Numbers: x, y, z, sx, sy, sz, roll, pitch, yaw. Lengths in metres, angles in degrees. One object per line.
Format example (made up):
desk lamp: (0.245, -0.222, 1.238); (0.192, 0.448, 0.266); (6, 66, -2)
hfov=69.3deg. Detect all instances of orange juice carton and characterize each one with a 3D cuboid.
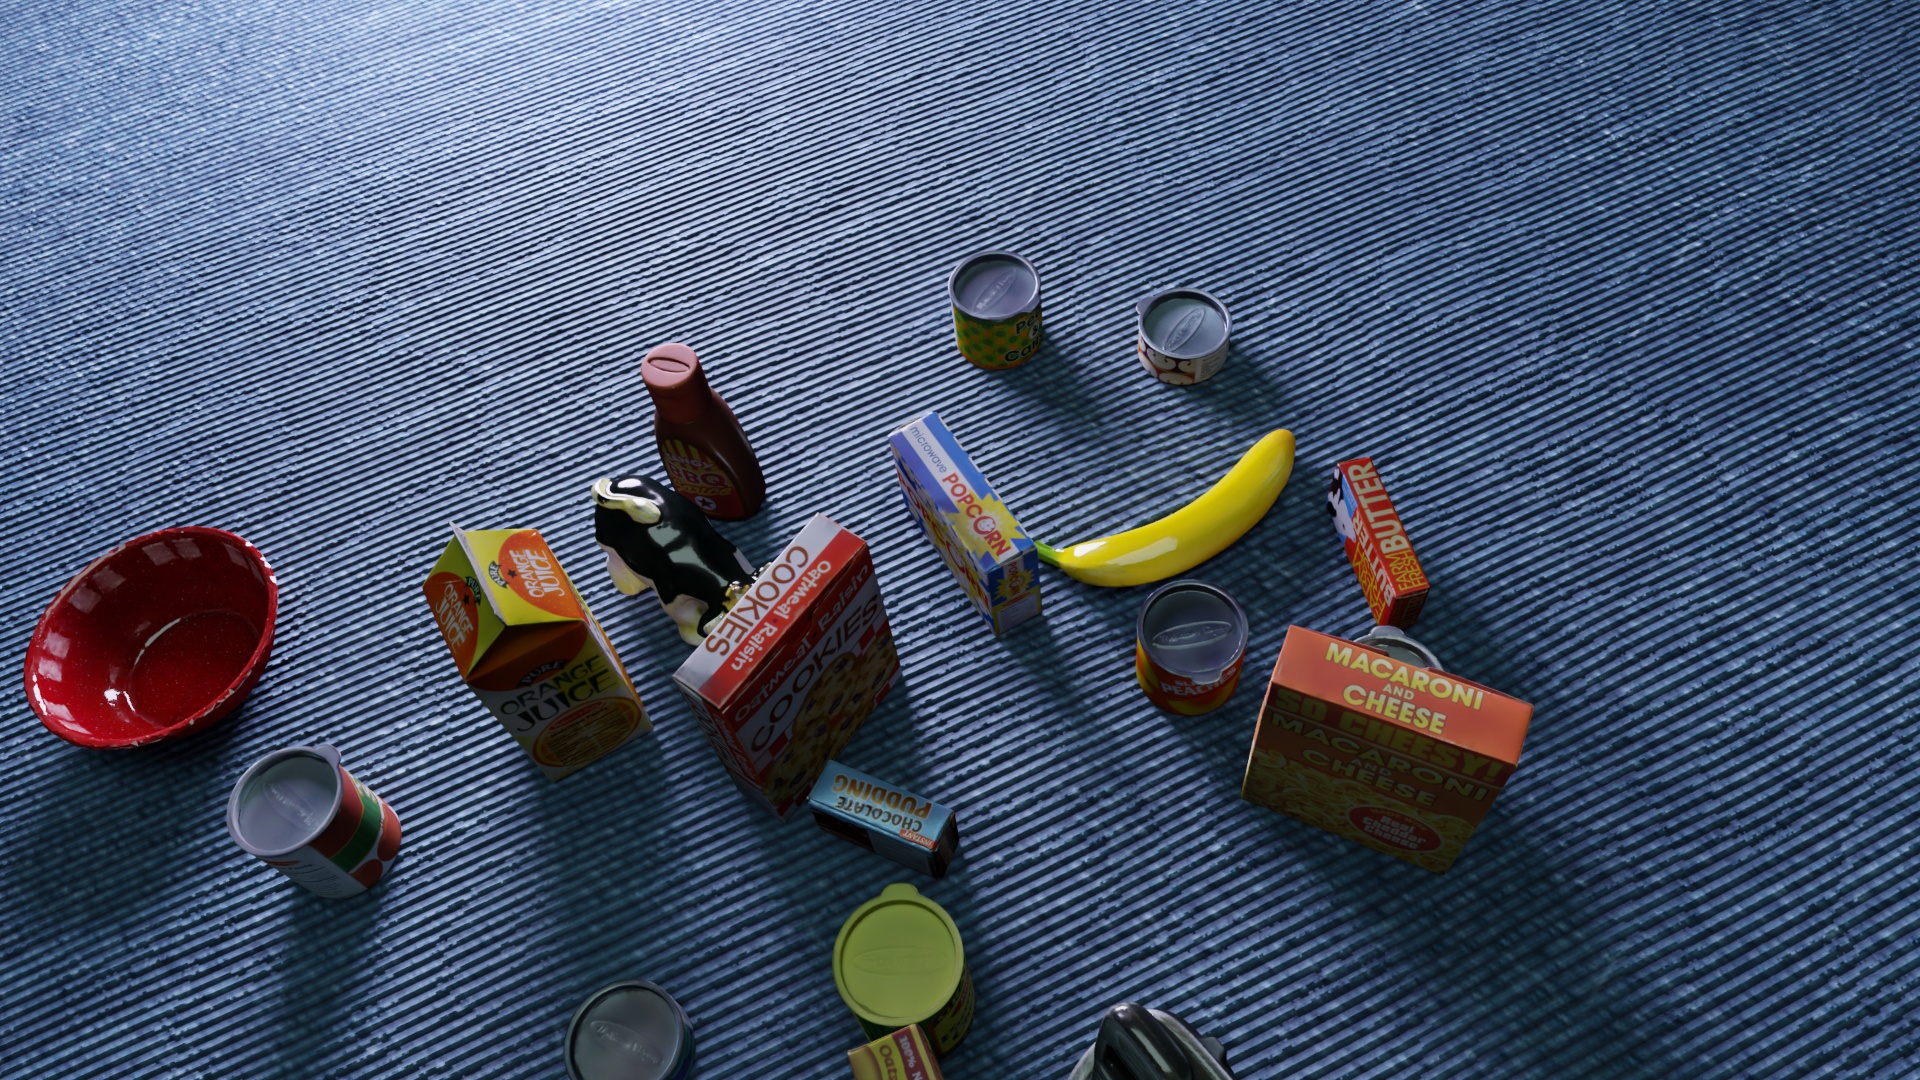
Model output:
orange juice carton: (-0.249, 0.062, 0.811); (0.073, 0.191, 0.072); (-29, 60, -12)

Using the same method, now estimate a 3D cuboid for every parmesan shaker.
parmesan shaker: (-0.027, 0.232, 0.738); (0.071, 0.102, 0.071); (-2, 58, 4)

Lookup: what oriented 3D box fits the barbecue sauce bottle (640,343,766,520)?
barbecue sauce bottle: (-0.172, -0.070, 0.912); (0.065, 0.147, 0.044); (13, 61, 13)

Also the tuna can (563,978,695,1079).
tuna can: (-0.182, 0.281, 0.764); (0.071, 0.032, 0.071); (-2, 58, 4)

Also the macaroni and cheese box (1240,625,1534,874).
macaroni and cheese box: (0.222, 0.116, 0.751); (0.124, 0.165, 0.040); (19, 62, 16)

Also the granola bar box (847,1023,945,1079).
granola bar box: (-0.001, 0.328, 0.664); (0.039, 0.123, 0.166); (-21, 59, -8)

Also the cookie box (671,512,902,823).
cookie box: (-0.092, 0.078, 0.802); (0.040, 0.166, 0.123); (30, 66, 21)

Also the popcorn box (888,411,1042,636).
popcorn box: (0.003, -0.011, 0.897); (0.038, 0.084, 0.127); (-29, 60, -12)

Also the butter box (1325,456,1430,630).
butter box: (0.264, 0.003, 0.883); (0.024, 0.053, 0.104); (-13, 58, -2)

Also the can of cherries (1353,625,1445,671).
can of cherries: (0.250, 0.095, 0.824); (0.071, 0.058, 0.072); (-2, 58, 4)

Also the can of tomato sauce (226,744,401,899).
can of tomato sauce: (-0.379, 0.167, 0.823); (0.071, 0.082, 0.071); (-2, 58, 4)

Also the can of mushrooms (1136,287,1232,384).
can of mushrooms: (0.158, -0.148, 0.997); (0.071, 0.033, 0.071); (-2, 58, 4)

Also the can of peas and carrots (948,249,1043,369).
can of peas and carrots: (0.029, -0.166, 1.006); (0.071, 0.058, 0.071); (-2, 58, 4)

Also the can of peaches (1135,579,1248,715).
can of peaches: (0.141, 0.069, 0.851); (0.071, 0.057, 0.071); (-2, 58, 4)

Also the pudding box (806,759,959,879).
pudding box: (-0.045, 0.164, 0.814); (0.084, 0.049, 0.030); (19, 62, 16)
